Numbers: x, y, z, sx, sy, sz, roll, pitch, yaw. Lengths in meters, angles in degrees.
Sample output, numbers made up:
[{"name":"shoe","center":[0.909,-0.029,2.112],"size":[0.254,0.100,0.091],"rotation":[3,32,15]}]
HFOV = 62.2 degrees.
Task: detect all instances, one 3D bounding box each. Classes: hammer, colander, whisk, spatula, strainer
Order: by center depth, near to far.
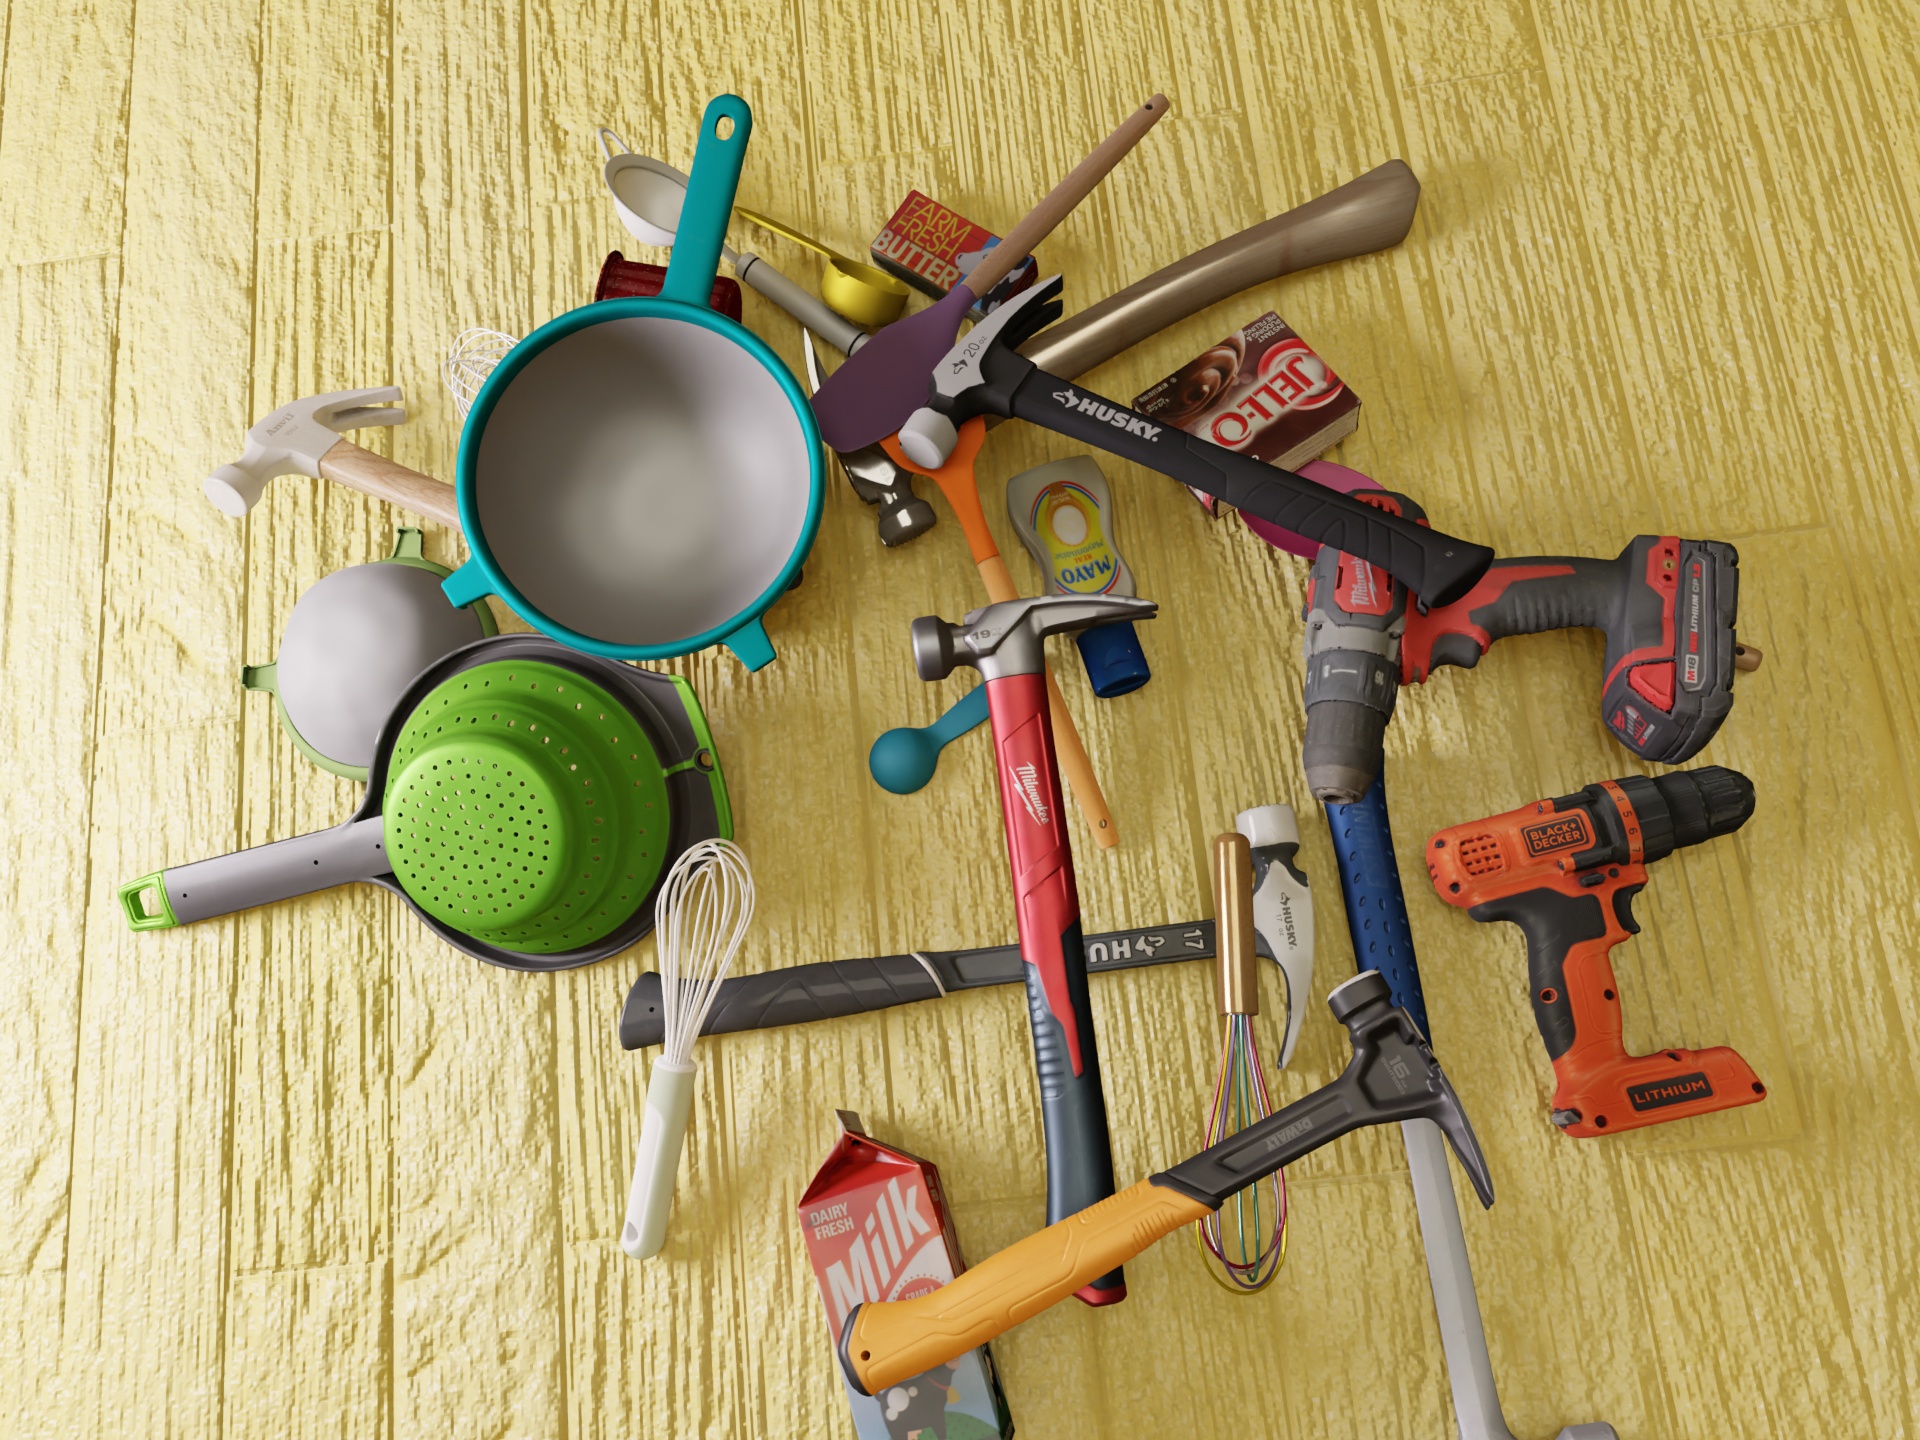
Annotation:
[{"name":"hammer","center":[0.096,0.257,0.801],"size":[0.337,0.034,0.127],"rotation":[-27,65,-1]},{"name":"whisk","center":[0.149,0.181,0.860],"size":[0.047,0.051,0.245],"rotation":[-3,73,11]},{"name":"hammer","center":[0.246,0.213,0.877],"size":[0.144,0.035,0.406],"rotation":[-9,74,3]},{"name":"hammer","center":[0.066,0.119,0.883],"size":[0.143,0.038,0.386],"rotation":[-8,78,3]},{"name":"whisk","center":[-0.159,0.186,0.894],"size":[0.058,0.059,0.246],"rotation":[16,97,45]},{"name":"hammer","center":[0.142,-0.150,0.912],"size":[0.335,0.035,0.146],"rotation":[26,66,17]},{"name":"colander","center":[-0.336,0.076,0.922],"size":[0.397,0.094,0.204],"rotation":[-14,97,10]},{"name":"hammer","center":[0.003,0.150,0.922],"size":[0.409,0.036,0.149],"rotation":[-9,75,4]},{"name":"strainer","center":[-0.170,-0.198,0.955],"size":[0.211,0.095,0.340],"rotation":[12,84,0]},{"name":"spatula","center":[0.026,-0.073,0.960],"size":[0.081,0.041,0.322],"rotation":[-23,88,-6]},{"name":"strainer","center":[-0.335,-0.006,0.982],"size":[0.151,0.069,0.256],"rotation":[-44,73,-7]},{"name":"spatula","center":[0.024,-0.281,0.987],"size":[0.060,0.018,0.316],"rotation":[40,79,18]},{"name":"hammer","center":[0.102,-0.265,1.015],"size":[0.410,0.038,0.146],"rotation":[-27,87,-4]},{"name":"hammer","center":[-0.299,-0.128,1.016],"size":[0.331,0.031,0.130],"rotation":[22,51,5]},{"name":"whisk","center":[-0.218,-0.165,1.024],"size":[0.284,0.070,0.070],"rotation":[33,80,9]},{"name":"strainer","center":[-0.150,-0.306,1.063],"size":[0.258,0.050,0.087],"rotation":[37,37,9]}]

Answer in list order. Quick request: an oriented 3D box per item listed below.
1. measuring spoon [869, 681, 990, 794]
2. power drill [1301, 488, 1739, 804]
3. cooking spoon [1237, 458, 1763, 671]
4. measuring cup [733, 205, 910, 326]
[{"name":"measuring spoon","center":[-0.002,-0.003,0.971],"size":[0.128,0.021,0.042],"rotation":[-37,74,-4]},{"name":"power drill","center":[0.304,-0.031,0.895],"size":[0.227,0.080,0.188],"rotation":[8,70,12]},{"name":"cooking spoon","center":[0.322,-0.090,0.964],"size":[0.319,0.017,0.069],"rotation":[21,73,12]},{"name":"measuring cup","center":[-0.100,-0.303,1.061],"size":[0.157,0.062,0.029],"rotation":[35,116,27]}]
